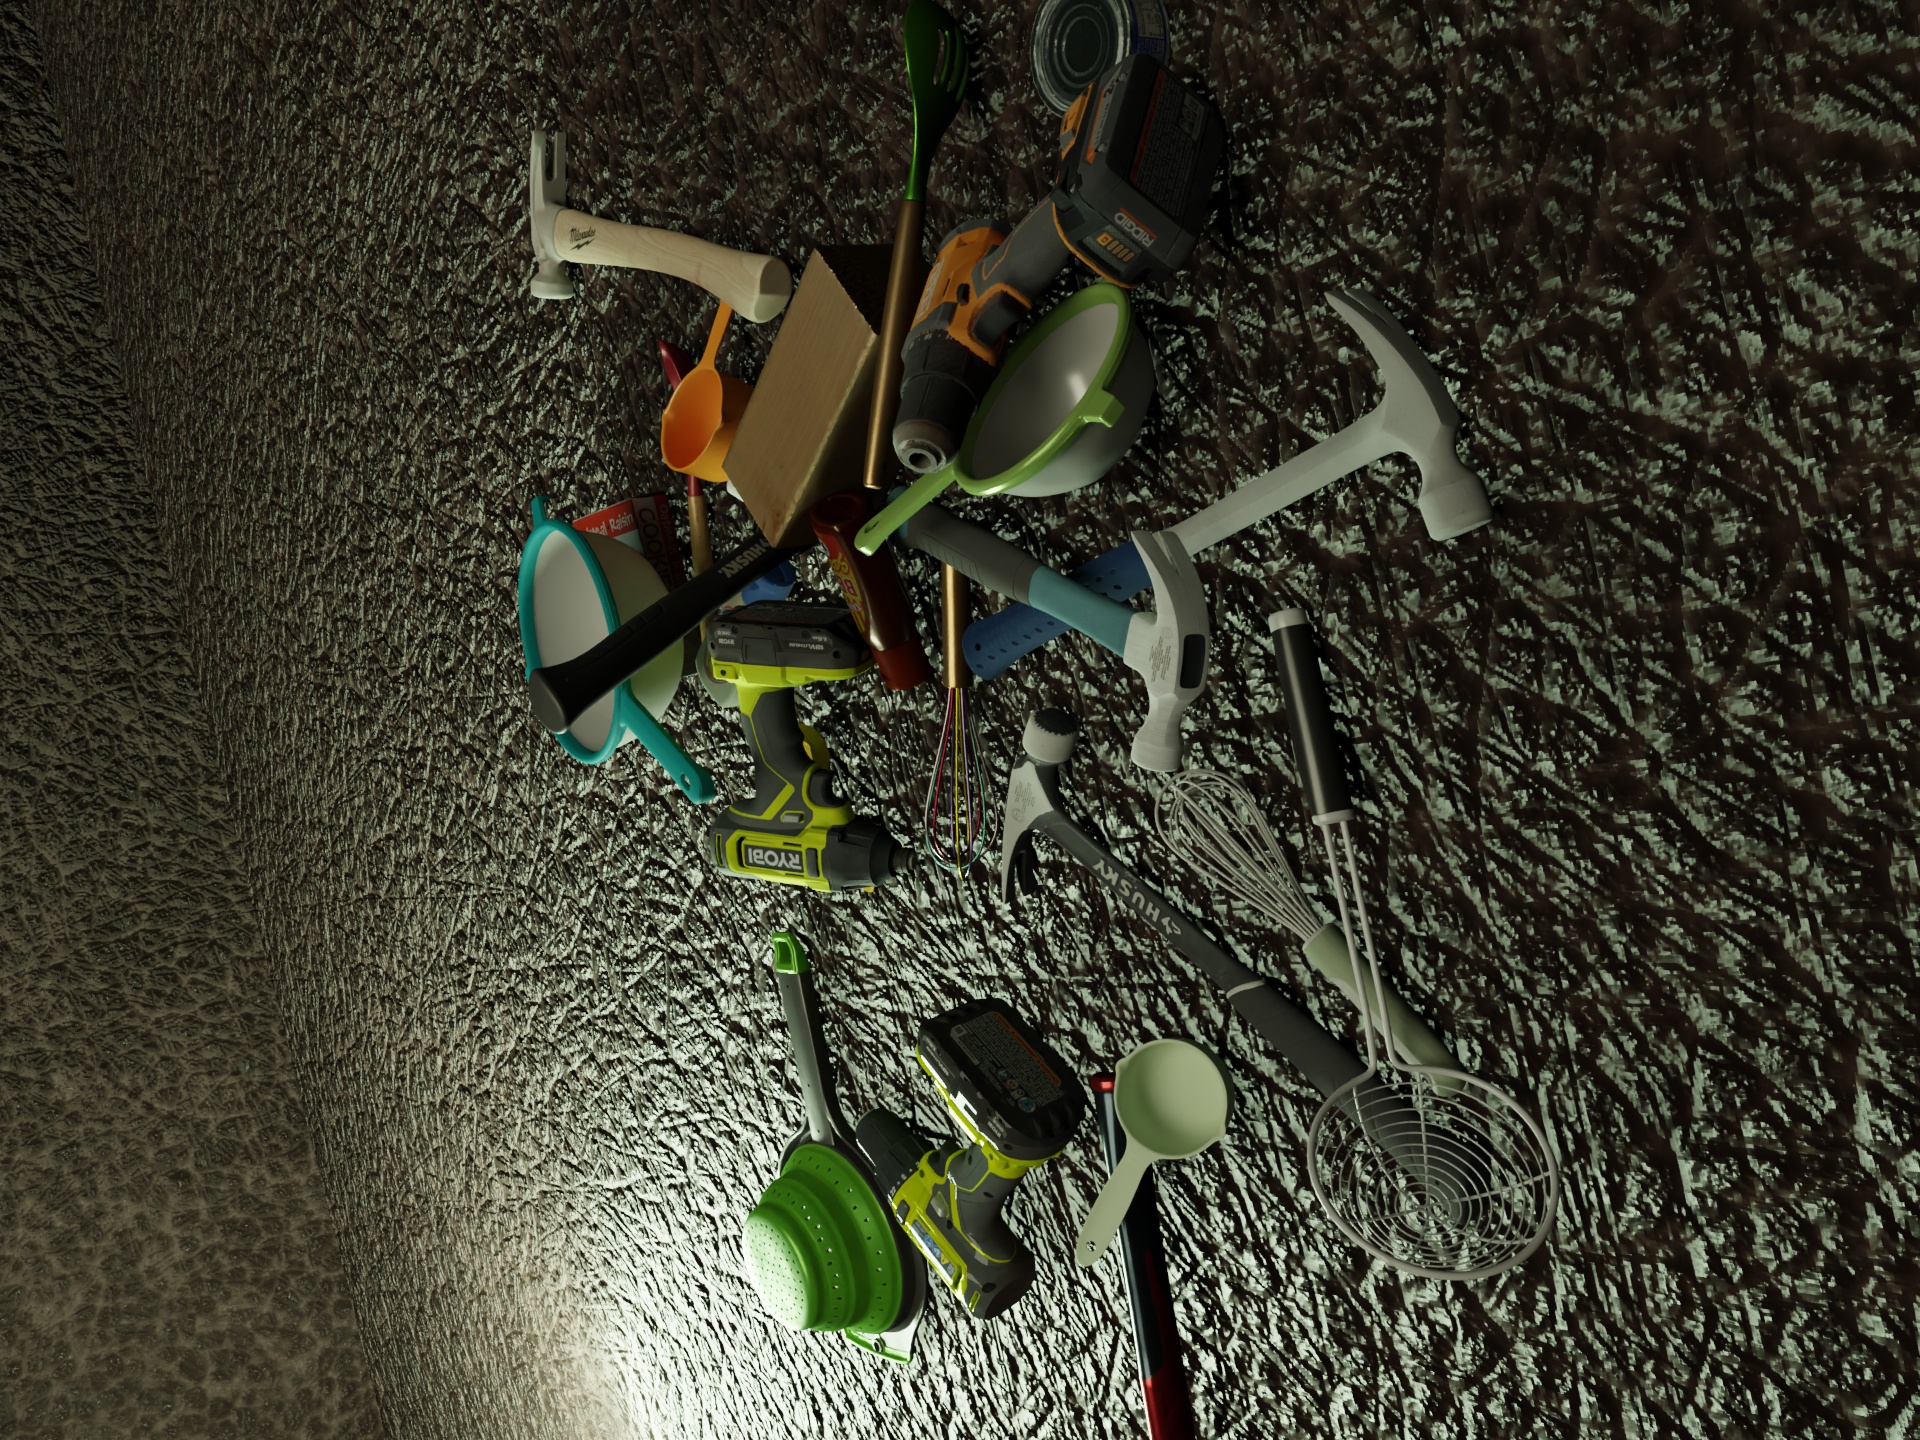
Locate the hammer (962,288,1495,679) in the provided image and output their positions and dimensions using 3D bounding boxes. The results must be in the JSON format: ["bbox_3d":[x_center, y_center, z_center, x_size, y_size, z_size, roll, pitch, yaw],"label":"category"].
[{"bbox_3d":[0.128,-0.112,0.963,0.405,0.035,0.144,-26,81,51],"label":"hammer"}]

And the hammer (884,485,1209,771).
[{"bbox_3d":[0.043,-0.088,1.015,0.331,0.033,0.128,34,120,50],"label":"hammer"}]

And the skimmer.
[{"bbox_3d":[0.223,0.108,0.858,0.090,0.127,0.363,102,158,-80],"label":"skimmer"}]

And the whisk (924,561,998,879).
[{"bbox_3d":[-0.002,-0.004,1.153,0.051,0.047,0.245,6,102,37],"label":"whisk"}]

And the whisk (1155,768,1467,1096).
[{"bbox_3d":[0.205,0.122,0.938,0.246,0.059,0.057,49,173,23],"label":"whisk"}]

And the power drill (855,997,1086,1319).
[{"bbox_3d":[-0.001,0.325,1.225,0.191,0.080,0.228,44,135,32],"label":"power drill"}]

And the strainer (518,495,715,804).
[{"bbox_3d":[-0.263,-0.040,1.336,0.341,0.095,0.210,42,133,39],"label":"strainer"}]

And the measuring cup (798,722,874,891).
[{"bbox_3d":[-0.108,0.071,1.320,0.062,0.029,0.156,-34,87,40],"label":"measuring cup"}]

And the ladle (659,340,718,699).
[{"bbox_3d":[-0.227,-0.169,1.378,0.069,0.031,0.315,-139,43,-66],"label":"ladle"}]

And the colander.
[{"bbox_3d":[-0.143,0.388,1.398,0.204,0.094,0.397,-7,96,51],"label":"colander"}]

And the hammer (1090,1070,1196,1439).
[{"bbox_3d":[0.123,0.433,1.073,0.038,0.143,0.386,-10,89,51],"label":"hammer"}]

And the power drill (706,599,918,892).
[{"bbox_3d":[-0.118,0.024,1.251,0.171,0.080,0.223,5,110,22],"label":"power drill"}]

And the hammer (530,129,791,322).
[{"bbox_3d":[-0.261,-0.402,1.321,0.411,0.038,0.146,28,121,46],"label":"hammer"}]

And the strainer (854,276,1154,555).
[{"bbox_3d":[0.034,-0.161,0.996,0.256,0.069,0.152,-34,34,39],"label":"strainer"}]

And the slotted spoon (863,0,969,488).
[{"bbox_3d":[-0.032,-0.304,1.017,0.031,0.070,0.314,10,92,30],"label":"slotted spoon"}]

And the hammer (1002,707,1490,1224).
[{"bbox_3d":[0.164,0.161,1.007,0.409,0.036,0.149,42,131,34],"label":"hammer"}]

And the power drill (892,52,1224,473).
[{"bbox_3d":[0.042,-0.254,0.926,0.226,0.084,0.185,-28,38,50],"label":"power drill"}]

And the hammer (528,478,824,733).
[{"bbox_3d":[-0.182,-0.082,1.123,0.146,0.335,0.035,34,130,8],"label":"hammer"}]

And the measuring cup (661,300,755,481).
[{"bbox_3d":[-0.185,-0.277,1.286,0.095,0.052,0.173,17,89,50],"label":"measuring cup"}]

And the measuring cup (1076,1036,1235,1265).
[{"bbox_3d":[0.122,0.285,1.046,0.083,0.038,0.167,30,100,24],"label":"measuring cup"}]
